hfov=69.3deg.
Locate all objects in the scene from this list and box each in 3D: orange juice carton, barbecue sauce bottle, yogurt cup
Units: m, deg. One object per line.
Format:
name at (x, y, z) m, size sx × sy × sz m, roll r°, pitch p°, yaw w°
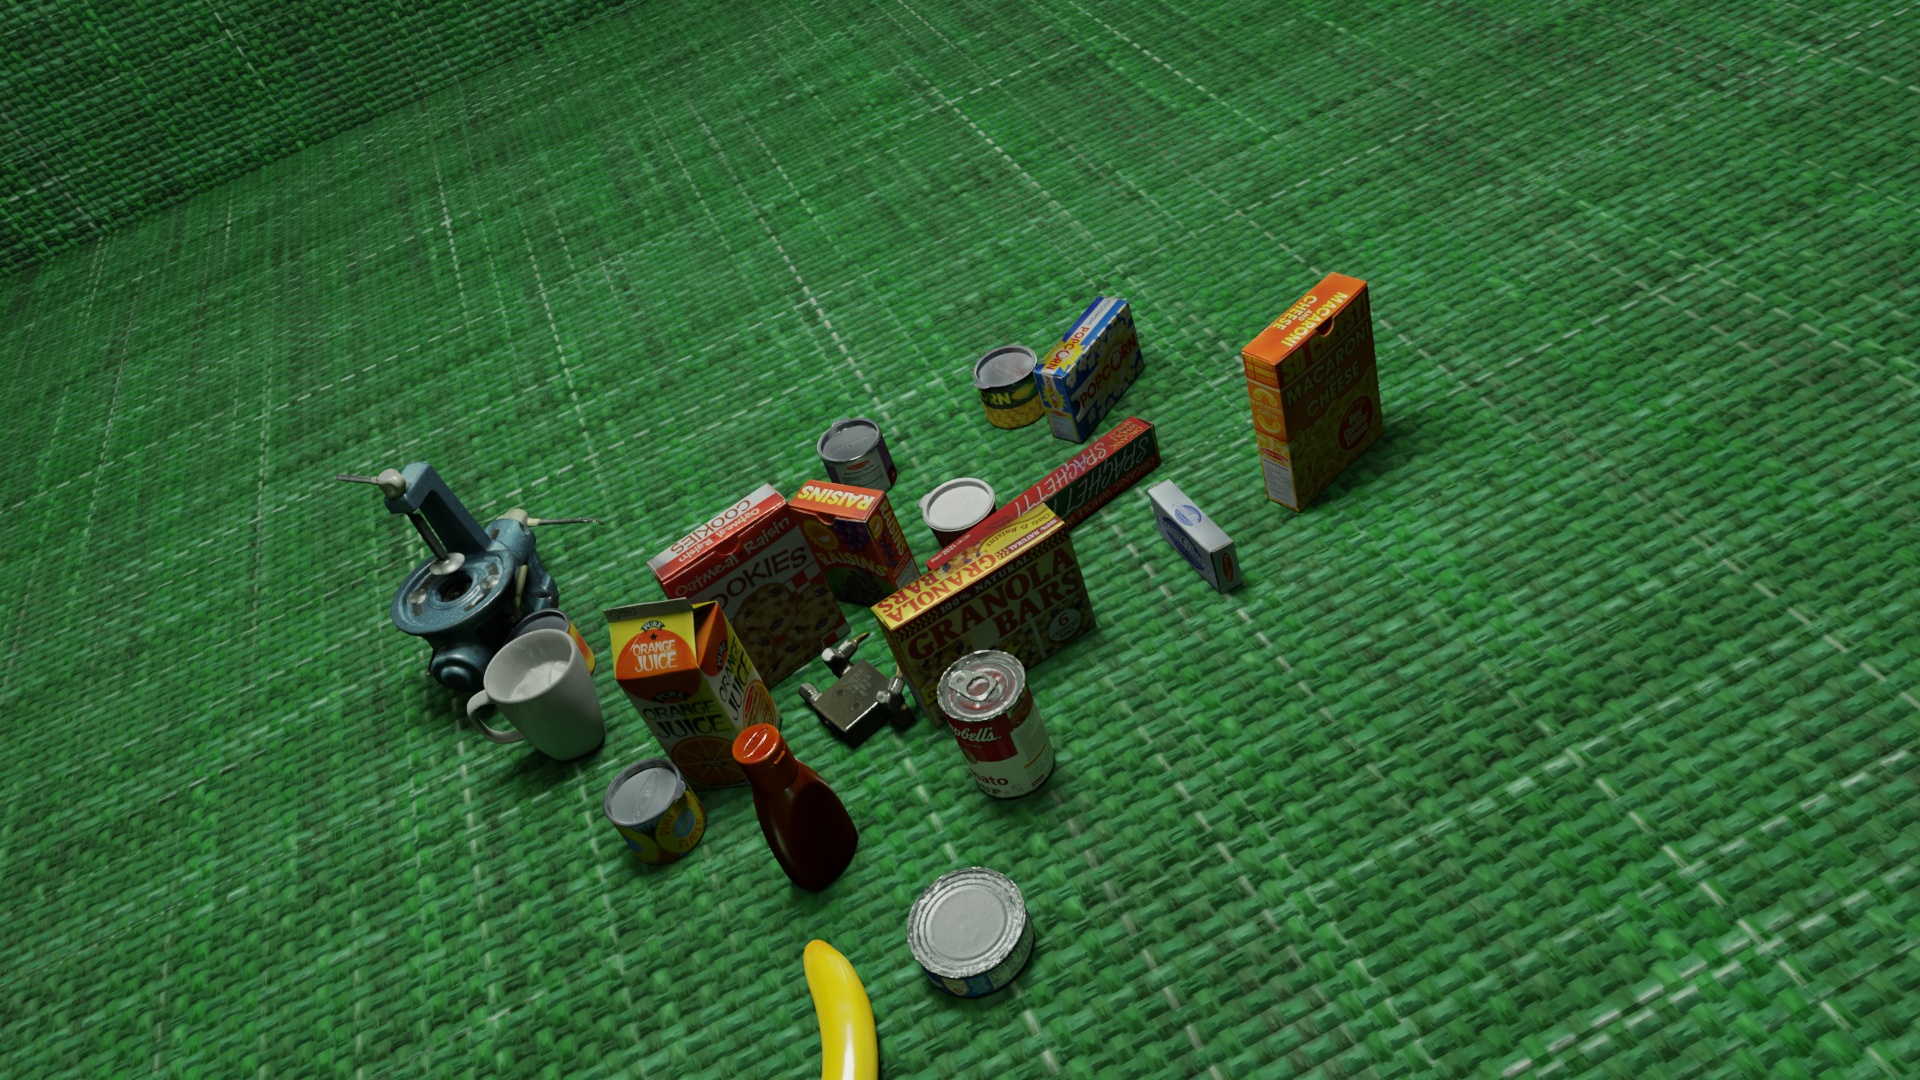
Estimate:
orange juice carton at (-0.215, 0.115, 1.120) m, size 0.072 × 0.191 × 0.073 m, roll -9°, pitch 43°, yaw 14°
barbecue sauce bottle at (-0.125, 0.195, 1.031) m, size 0.044 × 0.147 × 0.065 m, roll 13°, pitch 52°, yaw 33°
yogurt cup at (0.005, -0.016, 1.277) m, size 0.072 × 0.053 × 0.073 m, roll -11°, pitch 42°, yaw 11°

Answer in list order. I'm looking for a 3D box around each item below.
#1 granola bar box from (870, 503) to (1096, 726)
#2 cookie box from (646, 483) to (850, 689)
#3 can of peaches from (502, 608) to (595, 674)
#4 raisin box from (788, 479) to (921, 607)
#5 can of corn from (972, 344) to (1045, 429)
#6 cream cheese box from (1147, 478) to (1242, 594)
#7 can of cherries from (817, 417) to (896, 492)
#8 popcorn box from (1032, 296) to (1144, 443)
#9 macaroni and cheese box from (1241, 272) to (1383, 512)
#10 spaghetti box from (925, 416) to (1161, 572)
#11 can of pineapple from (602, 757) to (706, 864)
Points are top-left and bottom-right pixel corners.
granola bar box at (0.024, 0.062, 1.132) m, size 0.166 × 0.123 × 0.039 m, roll -31°, pitch 42°, yaw -12°
cookie box at (-0.178, 0.050, 1.194) m, size 0.123 × 0.166 × 0.040 m, roll -36°, pitch 43°, yaw -16°
can of peaches at (-0.384, 0.108, 1.298) m, size 0.071 × 0.057 × 0.071 m, roll -12°, pitch 42°, yaw 11°
raisin box at (-0.092, 0.006, 1.239) m, size 0.086 × 0.122 × 0.040 m, roll 11°, pitch 50°, yaw 31°
can of corn at (0.049, -0.153, 1.403) m, size 0.071 × 0.058 × 0.071 m, roll -12°, pitch 42°, yaw 11°
cream cheese box at (0.199, -0.004, 1.185) m, size 0.024 × 0.053 × 0.104 m, roll -28°, pitch 42°, yaw -8°
can of cherries at (-0.103, -0.081, 1.387) m, size 0.071 × 0.058 × 0.072 m, roll -12°, pitch 42°, yaw 11°
popcorn box at (0.128, -0.169, 1.367) m, size 0.038 × 0.084 × 0.127 m, roll 17°, pitch 53°, yaw 35°
macaroni and cheese box at (0.305, -0.125, 1.187) m, size 0.124 × 0.165 × 0.040 m, roll -40°, pitch 45°, yaw -21°
spaghetti box at (0.079, -0.027, 1.261) m, size 0.251 × 0.050 × 0.029 m, roll -36°, pitch 43°, yaw -16°
can of pineapple at (-0.245, 0.219, 1.122) m, size 0.071 × 0.057 × 0.071 m, roll -12°, pitch 42°, yaw 11°
